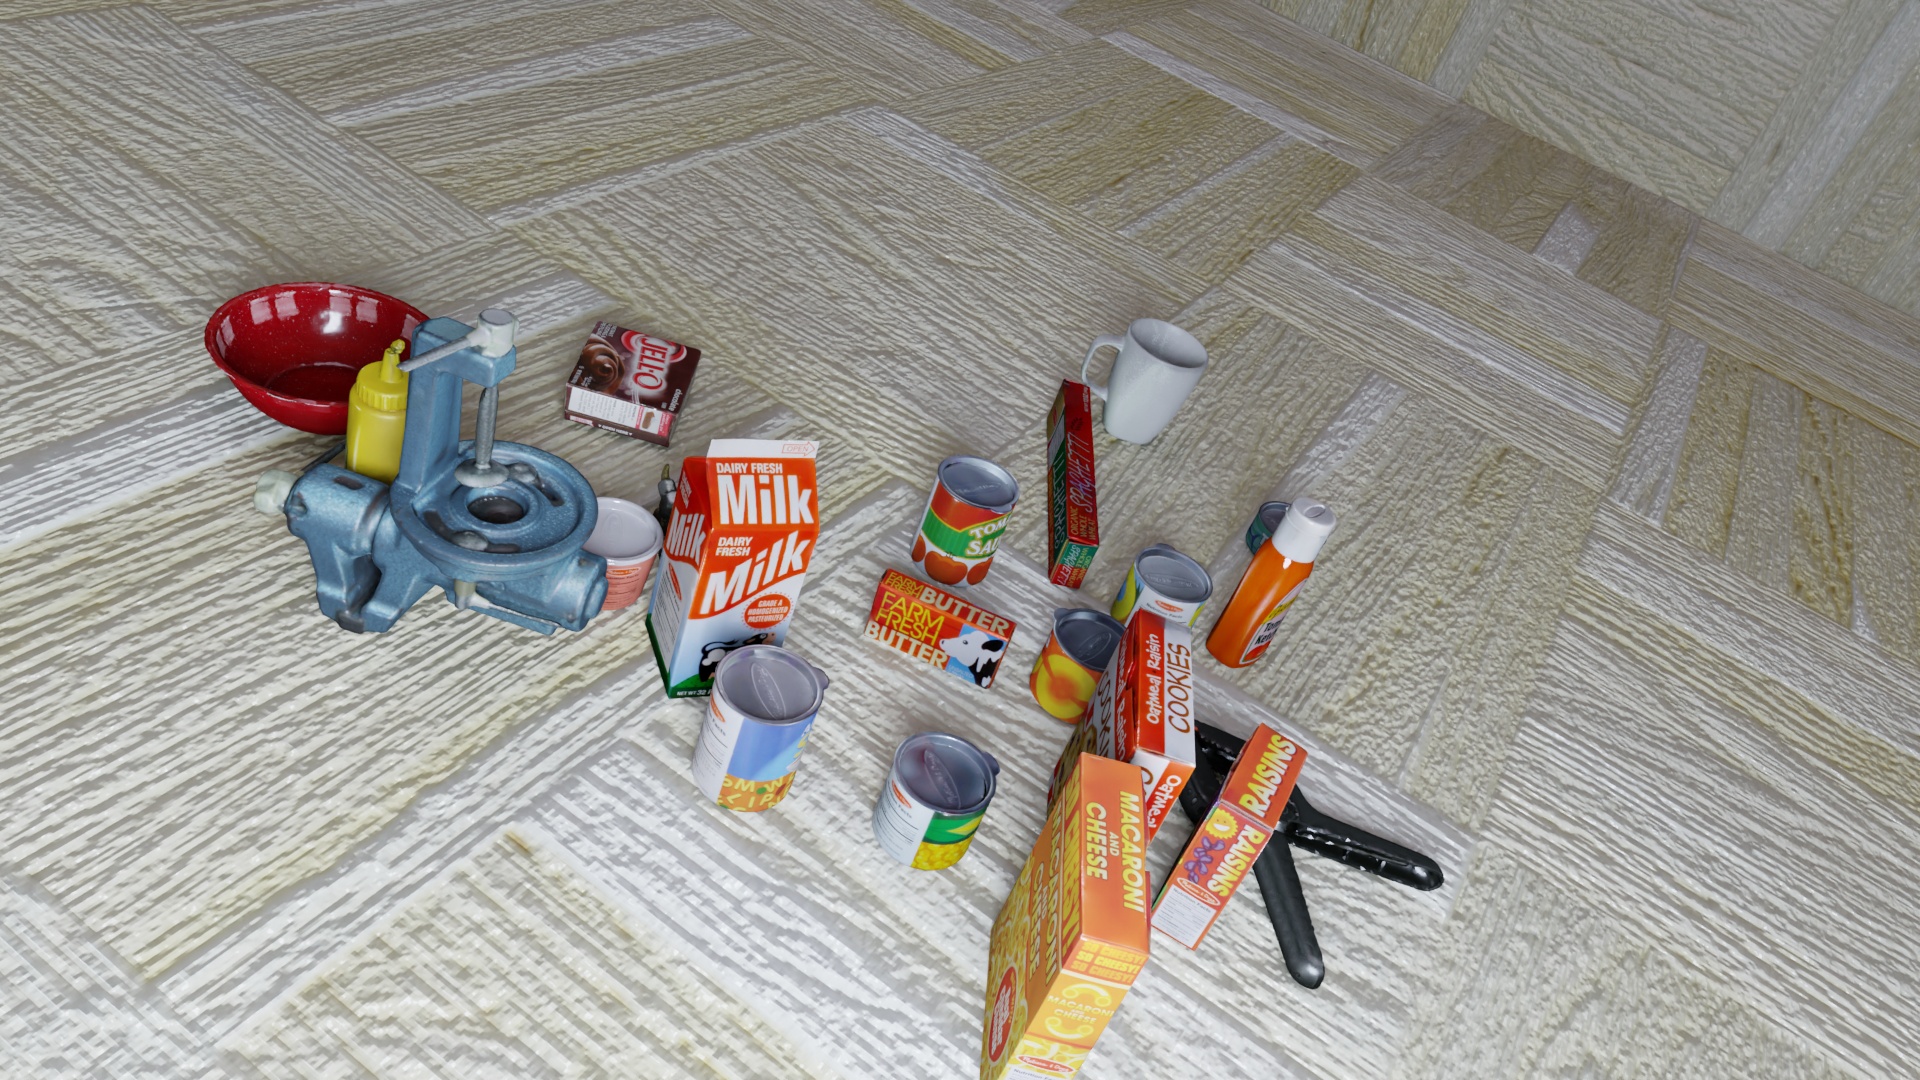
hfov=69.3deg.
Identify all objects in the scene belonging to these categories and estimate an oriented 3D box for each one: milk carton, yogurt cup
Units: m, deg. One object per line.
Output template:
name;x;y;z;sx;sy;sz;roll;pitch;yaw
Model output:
milk carton;-0.146;0.010;0.894;0.072;0.189;0.074;-1;42;-28
yogurt cup;-0.244;0.011;0.960;0.072;0.053;0.073;14;37;-10

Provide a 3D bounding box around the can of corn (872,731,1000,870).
can of corn;-0.015;0.164;0.874;0.071;0.058;0.071;14;37;-10

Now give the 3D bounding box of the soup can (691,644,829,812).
soup can;-0.124;0.117;0.859;0.071;0.083;0.072;14;37;-10

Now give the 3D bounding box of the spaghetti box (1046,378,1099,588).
spaghetti box;0.096;-0.055;1.214;0.029;0.049;0.251;15;37;-8

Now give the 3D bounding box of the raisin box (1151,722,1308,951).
raisin box;0.168;0.187;0.880;0.040;0.122;0.086;31;37;13

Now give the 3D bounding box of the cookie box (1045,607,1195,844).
cookie box;0.095;0.144;0.862;0.040;0.166;0.123;17;36;-6

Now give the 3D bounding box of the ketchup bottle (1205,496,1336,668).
ketchup bottle;0.246;0.033;1.093;0.043;0.148;0.065;40;40;24

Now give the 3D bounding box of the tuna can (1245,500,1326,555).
tuna can;0.294;-0.002;1.258;0.071;0.032;0.071;14;37;-10

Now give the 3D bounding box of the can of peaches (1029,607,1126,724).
can of peaches;0.088;0.091;1.018;0.071;0.057;0.071;14;37;-10

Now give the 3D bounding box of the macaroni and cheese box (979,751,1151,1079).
macaroni and cheese box;0.055;0.216;0.751;0.040;0.165;0.124;16;36;-7

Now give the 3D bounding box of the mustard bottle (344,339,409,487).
mustard bottle;-0.374;-0.067;0.906;0.049;0.159;0.065;7;39;-19

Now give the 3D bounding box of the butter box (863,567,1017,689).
butter box;-0.016;0.064;1.005;0.103;0.052;0.024;24;36;4

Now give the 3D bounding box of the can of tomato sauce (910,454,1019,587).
can of tomato sauce;0.004;-0.014;1.089;0.071;0.082;0.071;14;37;-10

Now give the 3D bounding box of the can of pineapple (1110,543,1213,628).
can of pineapple;0.160;0.047;1.110;0.071;0.057;0.071;14;37;-10
